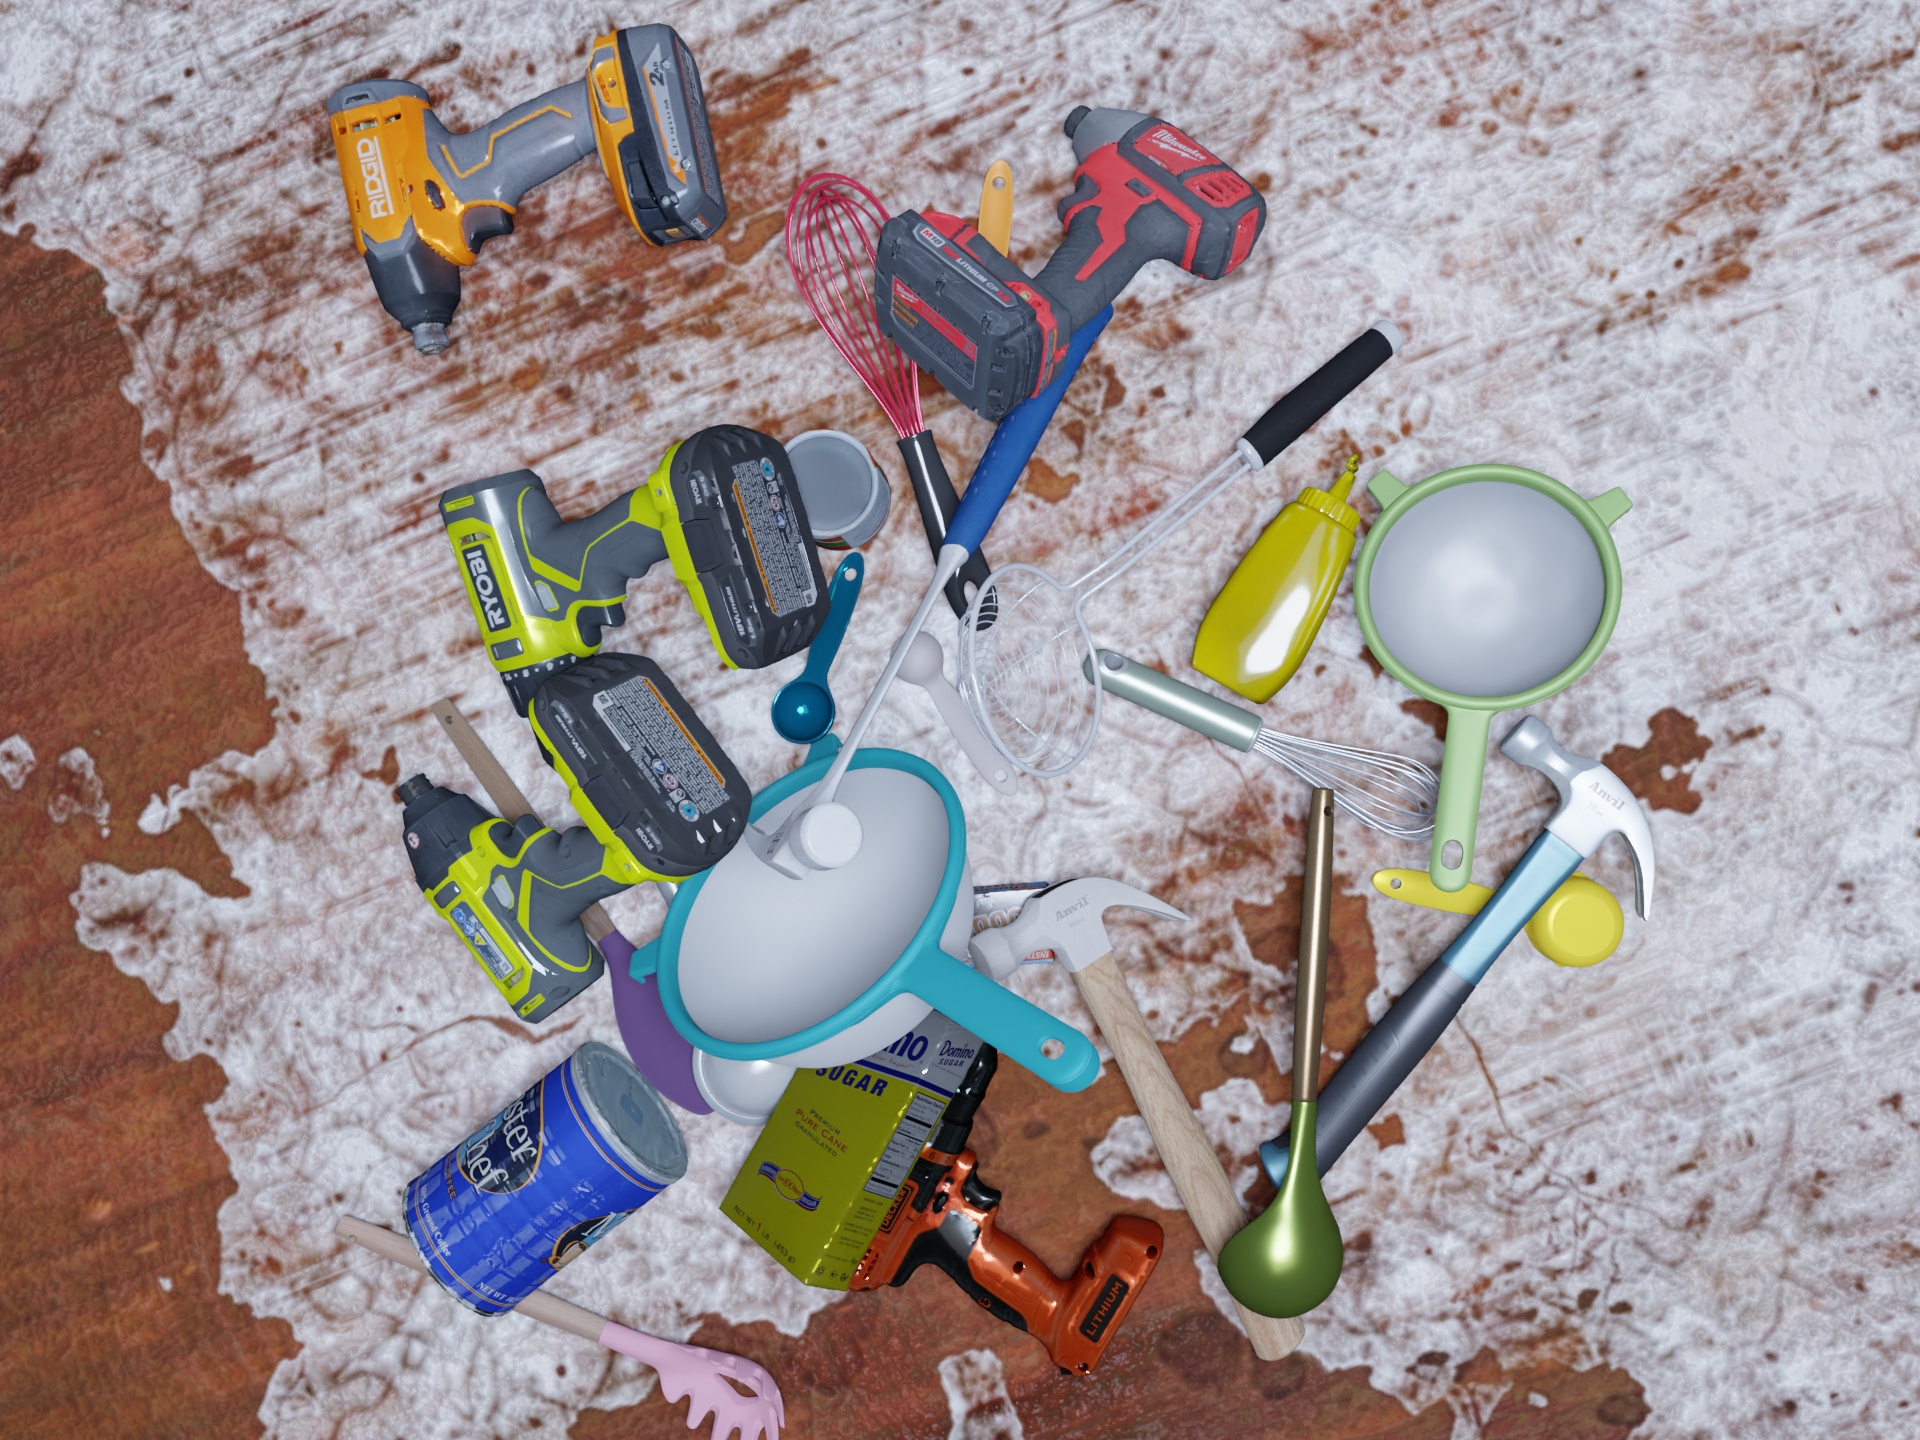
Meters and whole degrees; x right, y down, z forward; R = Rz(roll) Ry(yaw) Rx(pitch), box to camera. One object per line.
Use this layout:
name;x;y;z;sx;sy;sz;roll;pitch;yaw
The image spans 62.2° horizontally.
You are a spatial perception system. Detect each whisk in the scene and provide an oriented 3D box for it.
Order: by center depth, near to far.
whisk;-0.037;-0.194;0.986;0.073;0.073;0.296;-20;97;2
whisk;0.190;0.013;0.991;0.246;0.059;0.058;24;56;5

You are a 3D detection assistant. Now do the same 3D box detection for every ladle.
ladle;0.203;0.200;0.962;0.078;0.062;0.320;5;87;-18

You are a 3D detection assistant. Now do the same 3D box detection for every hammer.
hammer;-0.012;-0.087;0.924;0.035;0.144;0.406;33;69;-15
hammer;0.296;0.164;0.979;0.128;0.033;0.331;39;99;10
hammer;0.133;0.248;0.990;0.130;0.031;0.331;-29;96;-19

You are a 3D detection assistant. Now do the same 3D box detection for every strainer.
strainer;-0.029;0.142;0.897;0.211;0.341;0.095;-51;131;-15
strainer;0.309;-0.023;0.958;0.151;0.069;0.256;7;84;17
strainer;-0.157;0.155;1.008;0.087;0.050;0.258;-28;87;-13

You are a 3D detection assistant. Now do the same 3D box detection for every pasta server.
pasta server;-0.257;0.386;1.018;0.316;0.040;0.060;21;110;2

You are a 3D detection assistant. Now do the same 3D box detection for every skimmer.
skimmer;0.142;-0.114;0.948;0.363;0.090;0.127;-40;118;-5

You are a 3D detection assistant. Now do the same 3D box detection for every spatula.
spatula;-0.244;0.118;1.019;0.060;0.018;0.316;-35;91;-4

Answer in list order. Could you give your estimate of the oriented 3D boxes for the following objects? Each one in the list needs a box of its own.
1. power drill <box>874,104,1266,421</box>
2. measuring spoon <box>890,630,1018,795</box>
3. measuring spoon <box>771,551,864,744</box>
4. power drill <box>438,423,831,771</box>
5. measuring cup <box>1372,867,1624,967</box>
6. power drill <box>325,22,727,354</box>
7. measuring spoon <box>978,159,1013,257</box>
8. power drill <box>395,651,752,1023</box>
power drill;0.060;-0.284;0.936;0.220;0.078;0.143;-37;69;-23
measuring spoon;-0.002;-0.003;1.007;0.034;0.018;0.124;-36;91;2
measuring spoon;-0.084;-0.045;1.013;0.042;0.021;0.128;17;83;16
power drill;-0.197;-0.070;0.950;0.228;0.080;0.190;-11;101;30
measuring cup;0.336;0.116;0.993;0.156;0.029;0.062;12;92;0
power drill;-0.266;-0.324;0.979;0.226;0.084;0.164;-11;92;6
measuring spoon;0.020;-0.295;1.004;0.021;0.011;0.117;5;88;3
power drill;-0.240;0.064;0.940;0.223;0.080;0.171;-38;88;35
